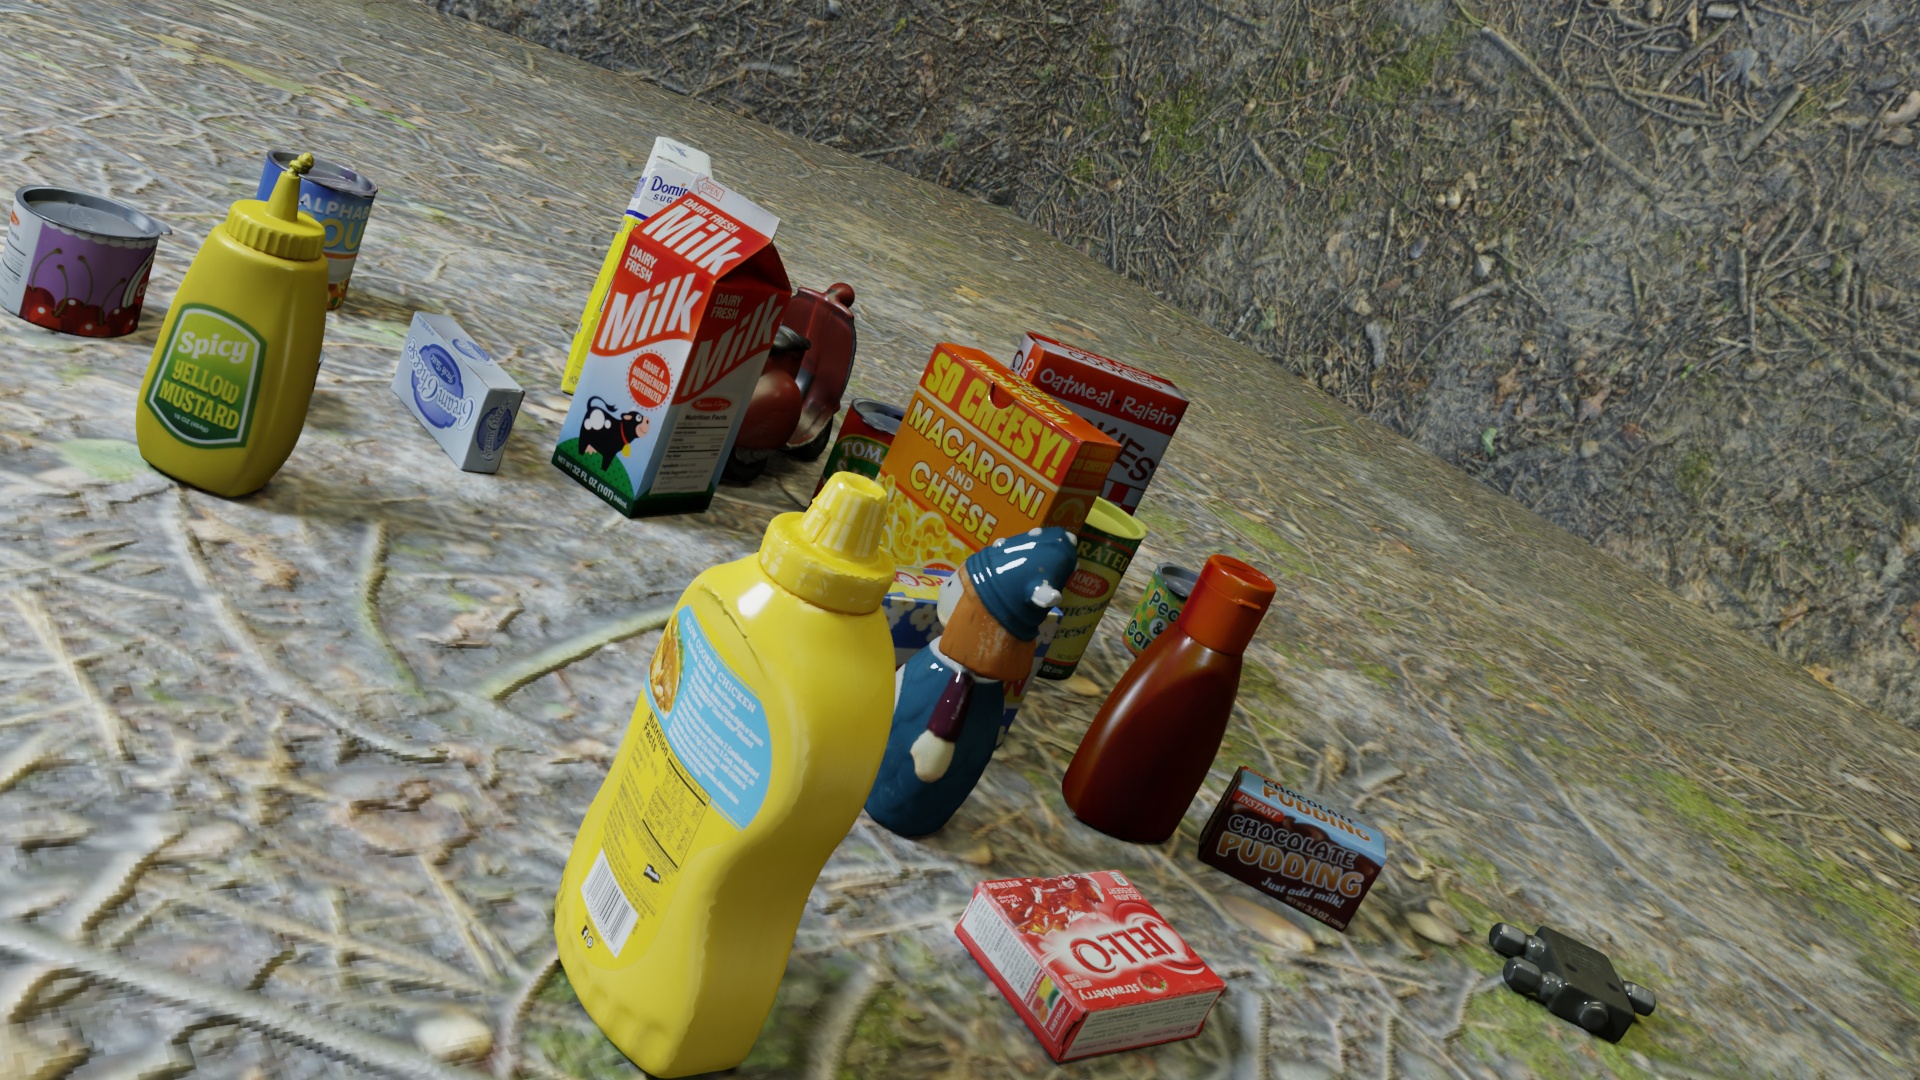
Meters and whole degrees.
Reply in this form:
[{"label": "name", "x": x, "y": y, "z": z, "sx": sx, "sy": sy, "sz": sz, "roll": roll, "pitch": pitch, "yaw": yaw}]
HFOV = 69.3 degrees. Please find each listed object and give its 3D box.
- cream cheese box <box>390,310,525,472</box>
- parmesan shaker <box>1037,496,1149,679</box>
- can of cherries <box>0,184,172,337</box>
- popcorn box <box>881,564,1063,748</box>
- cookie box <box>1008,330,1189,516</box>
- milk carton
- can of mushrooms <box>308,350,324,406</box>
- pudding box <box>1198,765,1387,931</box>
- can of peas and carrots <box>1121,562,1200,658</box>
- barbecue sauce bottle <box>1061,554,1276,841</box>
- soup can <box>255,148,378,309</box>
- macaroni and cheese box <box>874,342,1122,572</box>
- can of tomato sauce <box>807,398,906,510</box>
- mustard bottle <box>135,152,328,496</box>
[{"label": "cream cheese box", "x": -0.289, "y": -0.086, "z": 0.796, "sx": 0.024, "sy": 0.053, "sz": 0.104, "roll": 4, "pitch": 27, "yaw": -48}, {"label": "parmesan shaker", "x": 0.065, "y": 0.027, "z": 0.858, "sx": 0.071, "sy": 0.102, "sz": 0.071, "roll": 22, "pitch": 18, "yaw": -8}, {"label": "can of cherries", "x": -0.463, "y": -0.147, "z": 0.734, "sx": 0.071, "sy": 0.058, "sz": 0.072, "roll": 22, "pitch": 18, "yaw": -8}, {"label": "popcorn box", "x": -0.018, "y": 0.059, "z": 0.692, "sx": 0.127, "sy": 0.085, "sz": 0.038, "roll": 8, "pitch": 24, "yaw": -41}, {"label": "cookie box", "x": 0.068, "y": -0.049, "z": 0.968, "sx": 0.123, "sy": 0.167, "sz": 0.040, "roll": 15, "pitch": 20, "yaw": -27}, {"label": "milk carton", "x": -0.164, "y": -0.114, "z": 0.817, "sx": 0.072, "sy": 0.190, "sz": 0.073, "roll": 33, "pitch": 19, "yaw": 24}, {"label": "can of mushrooms", "x": -0.377, "y": -0.092, "z": 0.733, "sx": 0.071, "sy": 0.033, "sz": 0.071, "roll": 22, "pitch": 18, "yaw": -8}, {"label": "pudding box", "x": 0.171, "y": 0.158, "z": 0.716, "sx": 0.084, "sy": 0.049, "sz": 0.030, "roll": 26, "pitch": 18, "yaw": 5}, {"label": "can of peas and carrots", "x": 0.151, "y": 0.057, "z": 0.957, "sx": 0.071, "sy": 0.058, "sz": 0.071, "roll": 22, "pitch": 18, "yaw": -8}, {"label": "barbecue sauce bottle", "x": 0.108, "y": 0.079, "z": 0.696, "sx": 0.065, "sy": 0.148, "sz": 0.044, "roll": 18, "pitch": 19, "yaw": -19}, {"label": "soup can", "x": -0.419, "y": -0.198, "z": 0.894, "sx": 0.071, "sy": 0.083, "sz": 0.071, "roll": 22, "pitch": 18, "yaw": -8}, {"label": "macaroni and cheese box", "x": 0.003, "y": -0.010, "z": 0.778, "sx": 0.040, "sy": 0.166, "sz": 0.124, "roll": 5, "pitch": 27, "yaw": -48}, {"label": "can of tomato sauce", "x": -0.058, "y": -0.043, "z": 0.927, "sx": 0.071, "sy": 0.082, "sz": 0.071, "roll": 22, "pitch": 18, "yaw": -8}, {"label": "mustard bottle", "x": -0.320, "y": -0.100, "z": 0.625, "sx": 0.065, "sy": 0.159, "sz": 0.049, "roll": 23, "pitch": 18, "yaw": -5}]
